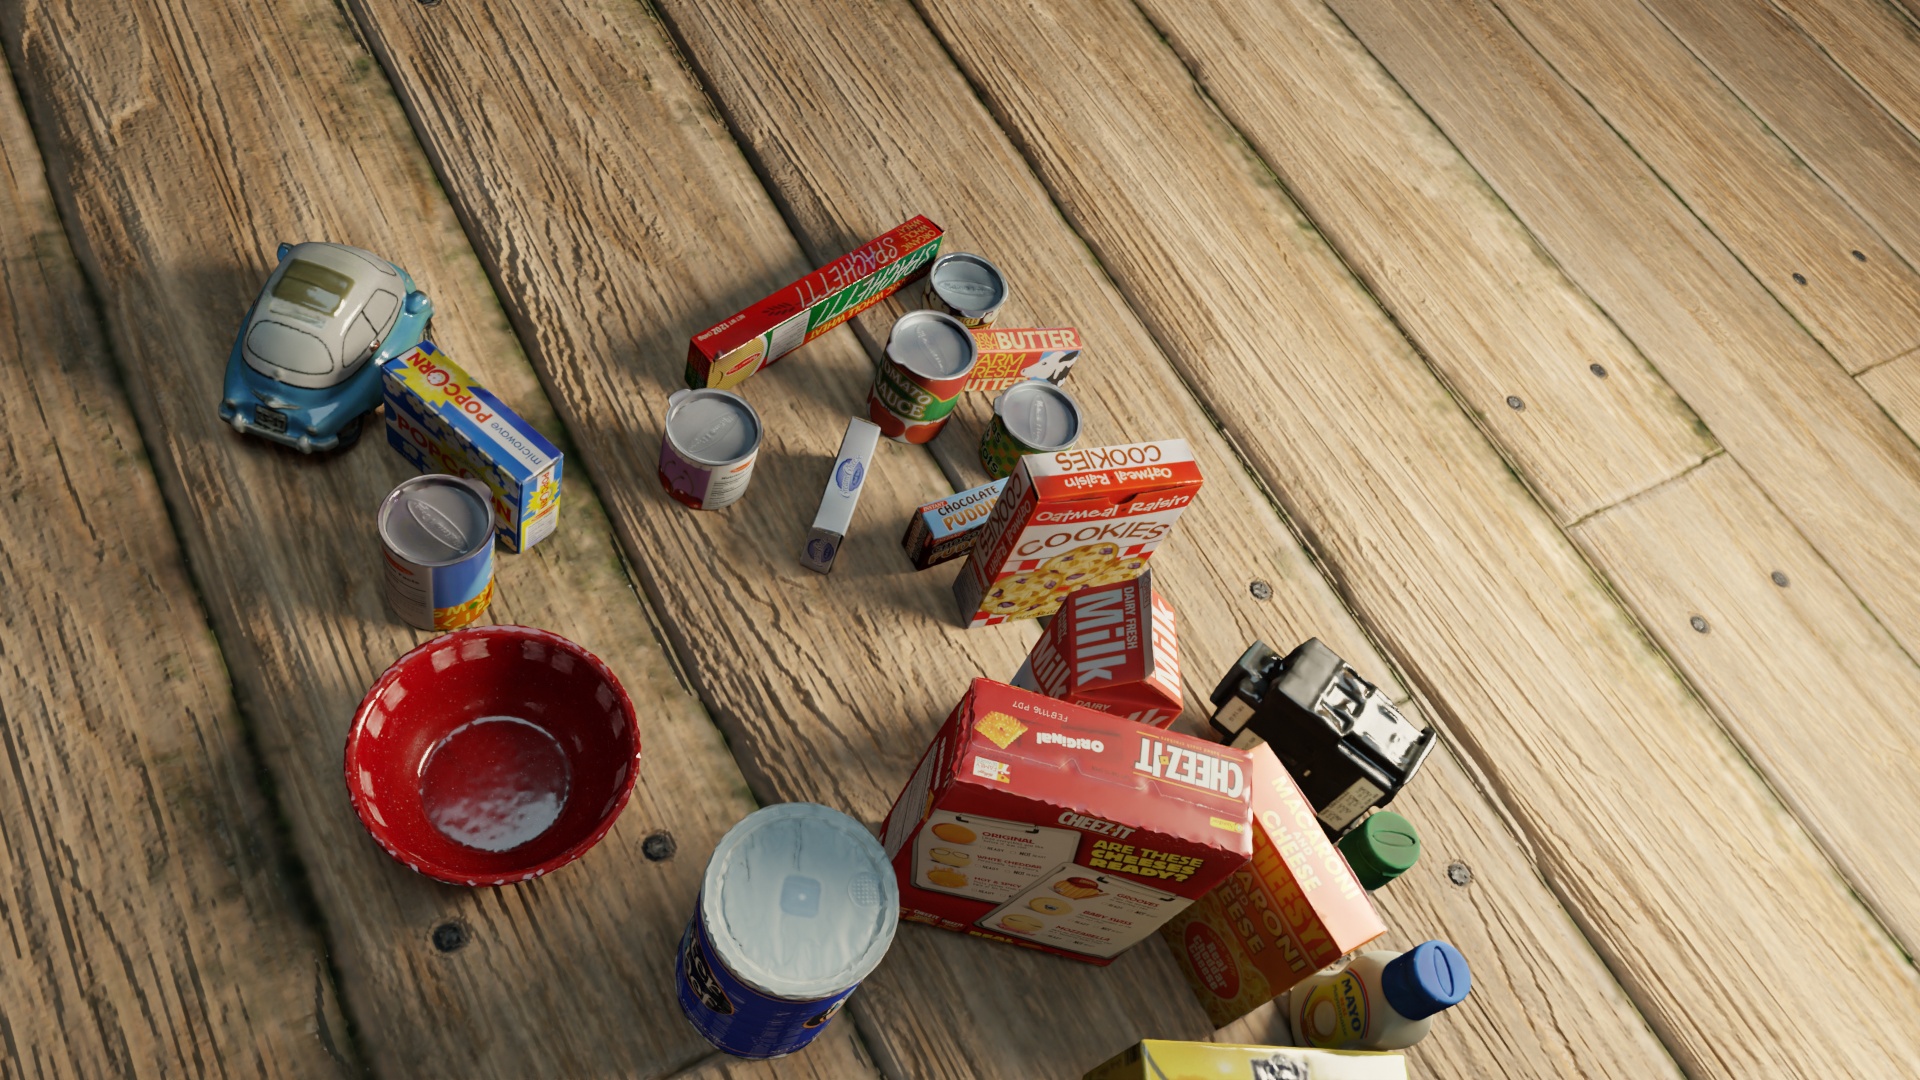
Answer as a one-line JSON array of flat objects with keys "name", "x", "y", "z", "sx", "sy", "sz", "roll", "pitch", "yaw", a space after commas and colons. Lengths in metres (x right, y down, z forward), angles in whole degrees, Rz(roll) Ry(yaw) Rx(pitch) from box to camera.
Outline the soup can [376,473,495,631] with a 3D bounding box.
[{"name": "soup can", "x": -0.322, "y": 0.007, "z": 0.864, "sx": 0.071, "sy": 0.083, "sz": 0.072, "roll": 9, "pitch": 56, "yaw": -13}]

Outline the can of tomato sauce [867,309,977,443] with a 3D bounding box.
[{"name": "can of tomato sauce", "x": -0.032, "y": -0.121, "z": 1.046, "sx": 0.071, "sy": 0.082, "sz": 0.071, "roll": 9, "pitch": 56, "yaw": -13}]

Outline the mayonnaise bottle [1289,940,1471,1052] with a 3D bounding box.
[{"name": "mayonnaise bottle", "x": 0.250, "y": 0.279, "z": 0.836, "sx": 0.041, "sy": 0.147, "sz": 0.065, "roll": 4, "pitch": 57, "yaw": -16}]

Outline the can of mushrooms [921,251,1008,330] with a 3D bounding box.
[{"name": "can of mushrooms", "x": 0.003, "y": -0.200, "z": 1.140, "sx": 0.071, "sy": 0.033, "sz": 0.071, "roll": 9, "pitch": 56, "yaw": -13}]

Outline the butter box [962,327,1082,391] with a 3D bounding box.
[{"name": "butter box", "x": 0.041, "y": -0.144, "z": 1.104, "sx": 0.104, "sy": 0.052, "sz": 0.024, "roll": -4, "pitch": 60, "yaw": -21}]

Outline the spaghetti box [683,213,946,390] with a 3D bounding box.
[{"name": "spaghetti box", "x": -0.109, "y": -0.185, "z": 1.083, "sx": 0.029, "sy": 0.050, "sz": 0.251, "roll": 45, "pitch": 55, "yaw": 13}]

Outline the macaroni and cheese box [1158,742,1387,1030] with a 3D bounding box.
[{"name": "macaroni and cheese box", "x": 0.171, "y": 0.212, "z": 0.842, "sx": 0.040, "sy": 0.165, "sz": 0.124, "roll": -18, "pitch": 65, "yaw": -28}]

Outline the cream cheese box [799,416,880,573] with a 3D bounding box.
[{"name": "cream cheese box", "x": -0.085, "y": -0.032, "z": 0.988, "sx": 0.024, "sy": 0.053, "sz": 0.104, "roll": 19, "pitch": 54, "yaw": -6}]

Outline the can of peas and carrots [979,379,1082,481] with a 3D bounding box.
[{"name": "can of peas and carrots", "x": 0.051, "y": -0.080, "z": 1.061, "sx": 0.071, "sy": 0.058, "sz": 0.071, "roll": 9, "pitch": 56, "yaw": -13}]

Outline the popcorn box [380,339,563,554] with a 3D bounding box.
[{"name": "popcorn box", "x": -0.319, "y": -0.060, "z": 0.909, "sx": 0.127, "sy": 0.084, "sz": 0.038, "roll": 39, "pitch": 55, "yaw": 9}]

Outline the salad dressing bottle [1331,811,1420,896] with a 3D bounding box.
[{"name": "salad dressing bottle", "x": 0.235, "y": 0.214, "z": 0.874, "sx": 0.064, "sy": 0.147, "sz": 0.044, "roll": 10, "pitch": 55, "yaw": -12}]

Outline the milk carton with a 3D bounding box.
[{"name": "milk carton", "x": 0.085, "y": 0.094, "z": 0.876, "sx": 0.073, "sy": 0.189, "sz": 0.073, "roll": 10, "pitch": 56, "yaw": -12}]

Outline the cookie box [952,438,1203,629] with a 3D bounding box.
[{"name": "cookie box", "x": 0.077, "y": -0.002, "z": 0.952, "sx": 0.123, "sy": 0.166, "sz": 0.040, "roll": -8, "pitch": 61, "yaw": -23}]

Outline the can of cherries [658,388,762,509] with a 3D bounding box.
[{"name": "can of cherries", "x": -0.178, "y": -0.065, "z": 0.976, "sx": 0.071, "sy": 0.058, "sz": 0.072, "roll": 9, "pitch": 56, "yaw": -13}]

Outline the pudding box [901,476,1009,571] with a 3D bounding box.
[{"name": "pudding box", "x": 0.004, "y": -0.013, "z": 1.007, "sx": 0.084, "sy": 0.049, "sz": 0.030, "roll": -19, "pitch": 66, "yaw": -28}]
